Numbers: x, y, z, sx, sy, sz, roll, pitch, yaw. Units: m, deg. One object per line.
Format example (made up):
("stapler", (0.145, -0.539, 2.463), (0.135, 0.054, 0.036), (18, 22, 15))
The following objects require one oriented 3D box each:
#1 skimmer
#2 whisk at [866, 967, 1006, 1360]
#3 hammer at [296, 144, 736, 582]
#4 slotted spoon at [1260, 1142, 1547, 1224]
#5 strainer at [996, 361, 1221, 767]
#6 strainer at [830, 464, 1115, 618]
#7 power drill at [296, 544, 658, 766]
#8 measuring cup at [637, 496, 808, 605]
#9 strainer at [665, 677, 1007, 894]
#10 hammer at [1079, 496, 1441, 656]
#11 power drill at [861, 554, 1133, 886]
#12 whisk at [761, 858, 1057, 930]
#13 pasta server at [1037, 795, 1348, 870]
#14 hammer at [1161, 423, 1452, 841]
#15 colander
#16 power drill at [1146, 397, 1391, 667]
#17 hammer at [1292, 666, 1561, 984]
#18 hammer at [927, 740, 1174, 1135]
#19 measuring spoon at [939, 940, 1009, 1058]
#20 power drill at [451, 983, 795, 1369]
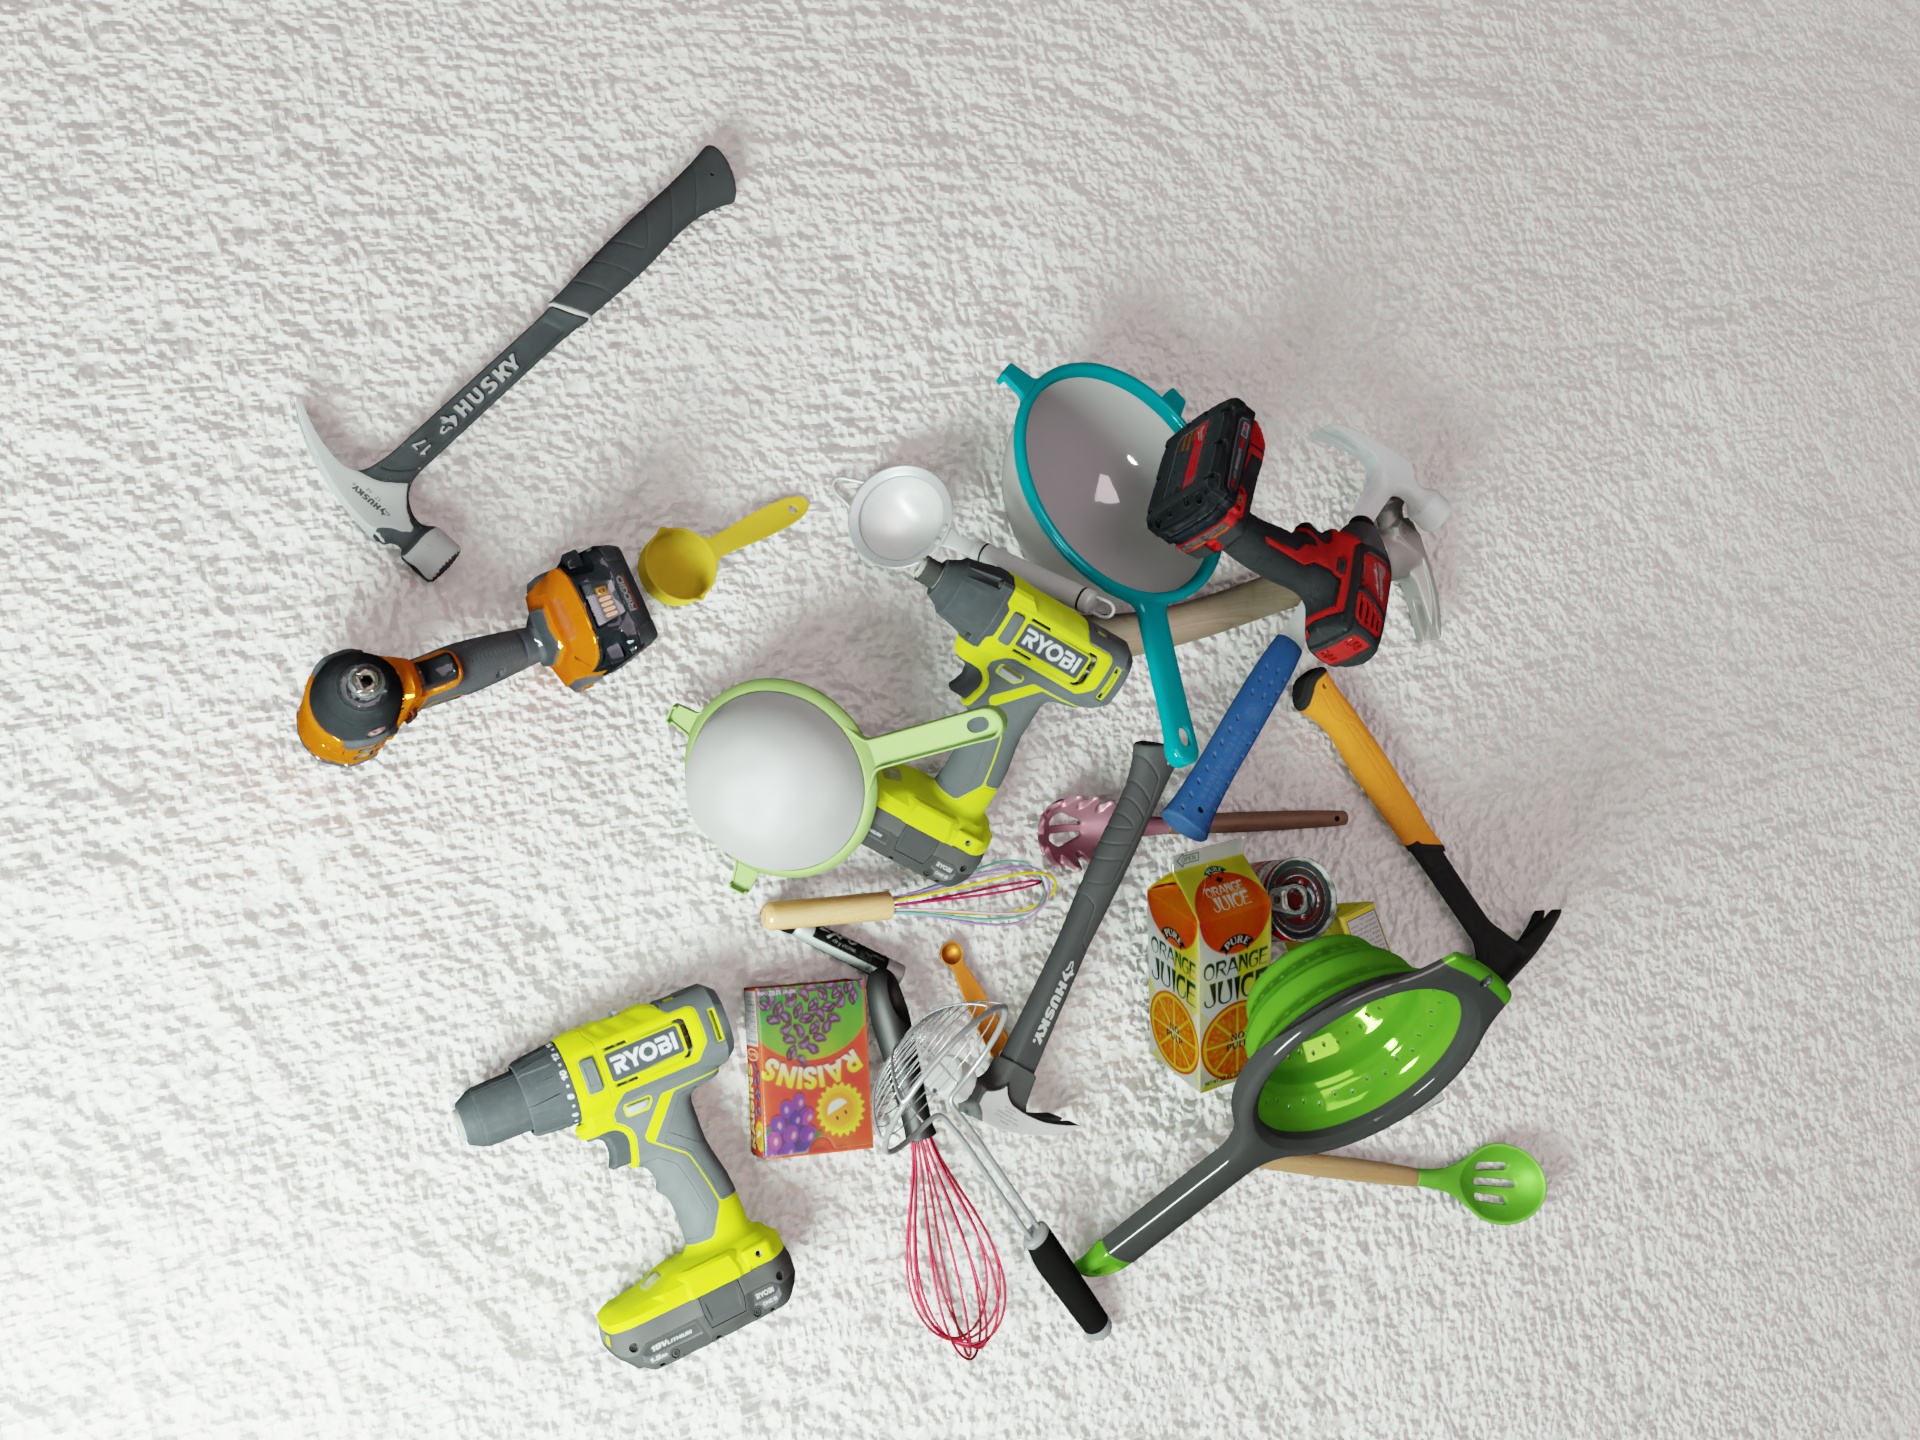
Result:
("skimmer", (0.046, 0.341, 1.137), (0.127, 0.090, 0.363), (-44, 120, -25))
("whisk", (-0.024, 0.327, 1.177), (0.073, 0.073, 0.296), (-14, 89, -25))
("hammer", (-0.307, -0.293, 1.176), (0.149, 0.036, 0.409), (43, 68, -11))
("slotted spoon", (0.368, 0.388, 1.367), (0.313, 0.031, 0.070), (11, 77, -20))
("strainer", (0.120, -0.116, 1.280), (0.211, 0.095, 0.340), (-1, 72, -36))
("strainer", (0.009, -0.130, 1.229), (0.259, 0.050, 0.087), (27, 86, 26))
("power drill", (-0.324, -0.041, 1.060), (0.226, 0.164, 0.084), (-25, 92, -27))
("measuring cup", (-0.180, -0.135, 1.217), (0.156, 0.029, 0.062), (-33, 96, -36))
("strainer", (-0.092, 0.037, 1.111), (0.151, 0.256, 0.069), (71, 22, -9))
("hammer", (0.246, -0.092, 1.383), (0.410, 0.038, 0.146), (-17, 90, -24))
("power drill", (-0.002, -0.004, 1.178), (0.171, 0.080, 0.223), (29, 105, -16))
("whisk", (-0.034, 0.136, 1.214), (0.245, 0.047, 0.051), (-2, 76, -27))
("pasta server", (0.199, 0.088, 1.334), (0.316, 0.040, 0.060), (0, 93, -25))
("hammer", (0.280, -0.077, 1.354), (0.144, 0.035, 0.405), (38, 70, -13))
("colander", (0.225, 0.282, 1.219), (0.397, 0.095, 0.204), (-43, 134, 15))
("power drill", (0.263, -0.153, 1.288), (0.219, 0.078, 0.143), (33, 55, -22))
("hammer", (0.408, 0.089, 1.426), (0.127, 0.034, 0.337), (-39, 98, -23))
("hammer", (0.097, 0.163, 1.240), (0.146, 0.035, 0.335), (39, 71, -38))
("measuring spoon", (0.013, 0.225, 1.249), (0.021, 0.011, 0.117), (-30, 98, -25))
("power drill", (-0.226, 0.317, 1.095), (0.190, 0.080, 0.228), (-20, 87, -25))
